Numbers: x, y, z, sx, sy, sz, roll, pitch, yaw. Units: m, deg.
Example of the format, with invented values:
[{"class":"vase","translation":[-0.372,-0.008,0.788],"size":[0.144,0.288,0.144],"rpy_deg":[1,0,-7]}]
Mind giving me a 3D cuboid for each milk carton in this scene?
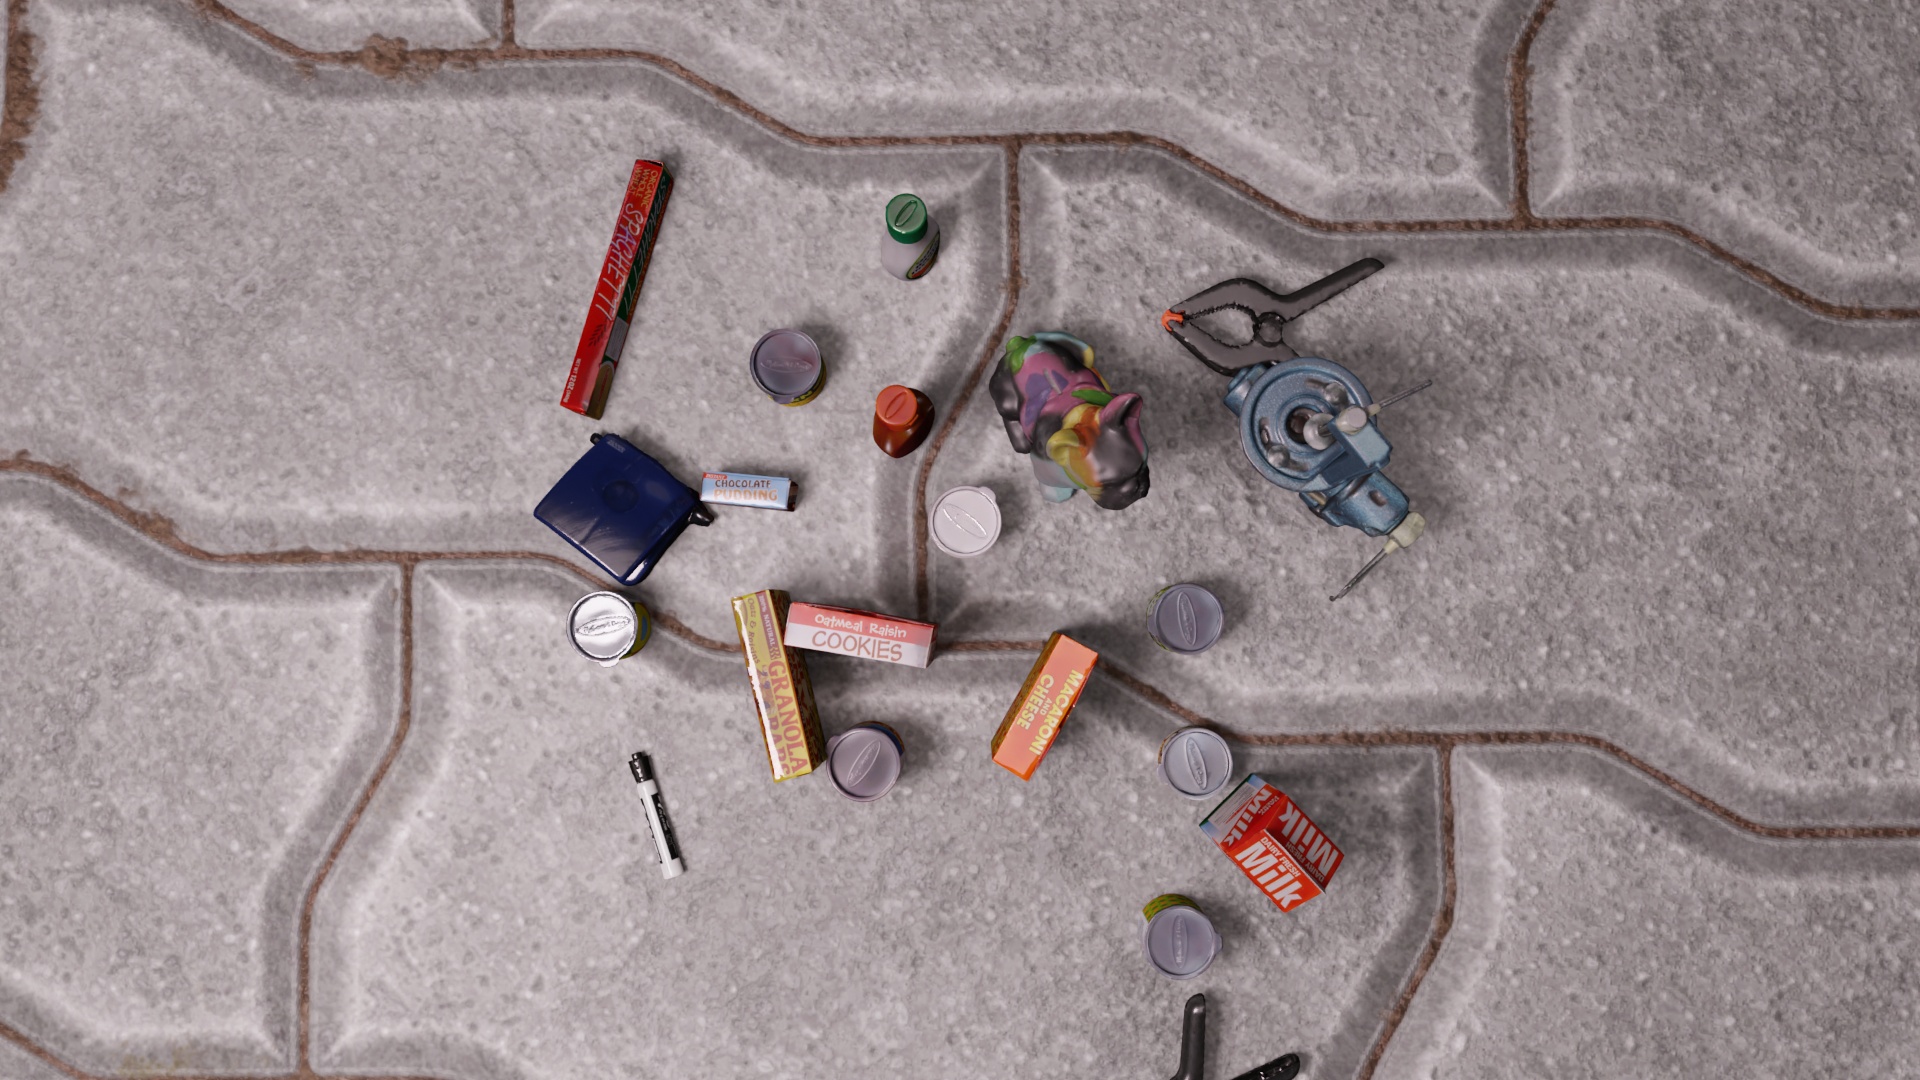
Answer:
[{"class":"milk carton","translation":[0.272,0.264,1.212],"size":[0.073,0.190,0.072],"rpy_deg":[-44,87,-2]}]

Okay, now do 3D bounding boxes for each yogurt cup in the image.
[{"class":"yogurt cup","translation":[0.005,-0.016,1.301],"size":[0.072,0.054,0.072],"rpy_deg":[0,87,1]}]

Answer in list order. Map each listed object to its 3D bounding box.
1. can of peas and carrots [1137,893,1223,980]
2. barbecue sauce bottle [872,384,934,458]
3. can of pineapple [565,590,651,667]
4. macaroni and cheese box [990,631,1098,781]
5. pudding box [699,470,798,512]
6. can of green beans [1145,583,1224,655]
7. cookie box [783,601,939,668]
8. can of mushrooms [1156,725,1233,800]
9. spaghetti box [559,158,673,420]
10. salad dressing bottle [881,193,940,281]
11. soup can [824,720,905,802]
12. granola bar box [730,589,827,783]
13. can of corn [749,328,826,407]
[{"class":"can of peas and carrots","translation":[0.200,0.362,1.273],"size":[0.071,0.058,0.071],"rpy_deg":[0,87,1]},{"class":"barbecue sauce bottle","translation":[-0.053,-0.112,1.260],"size":[0.044,0.148,0.065],"rpy_deg":[39,88,2]},{"class":"can of pineapple","translation":[-0.328,0.082,1.296],"size":[0.071,0.058,0.071],"rpy_deg":[0,87,1]},{"class":"macaroni and cheese box","translation":[0.073,0.143,1.234],"size":[0.040,0.166,0.124],"rpy_deg":[29,88,2]},{"class":"pudding box","translation":[-0.198,-0.046,1.307],"size":[0.084,0.049,0.030],"rpy_deg":[6,87,1]},{"class":"can of green beans","translation":[0.208,0.073,1.291],"size":[0.071,0.058,0.071],"rpy_deg":[0,87,1]},{"class":"cookie box","translation":[-0.084,0.082,1.239],"size":[0.123,0.167,0.040],"rpy_deg":[9,87,1]},{"class":"can of mushrooms","translation":[0.216,0.207,1.295],"size":[0.071,0.033,0.071],"rpy_deg":[0,87,1]},{"class":"spaghetti box","translation":[-0.325,-0.238,1.320],"size":[0.029,0.050,0.250],"rpy_deg":[16,87,2]},{"class":"salad dressing bottle","translation":[-0.047,-0.278,1.271],"size":[0.044,0.147,0.064],"rpy_deg":[38,88,2]},{"class":"soup can","translation":[-0.088,0.199,1.273],"size":[0.071,0.083,0.071],"rpy_deg":[0,87,1]},{"class":"granola bar box","translation":[-0.161,0.128,1.258],"size":[0.039,0.124,0.165],"rpy_deg":[-14,87,0]},{"class":"can of corn","translation":[-0.162,-0.159,1.309],"size":[0.071,0.058,0.071],"rpy_deg":[0,87,1]}]
